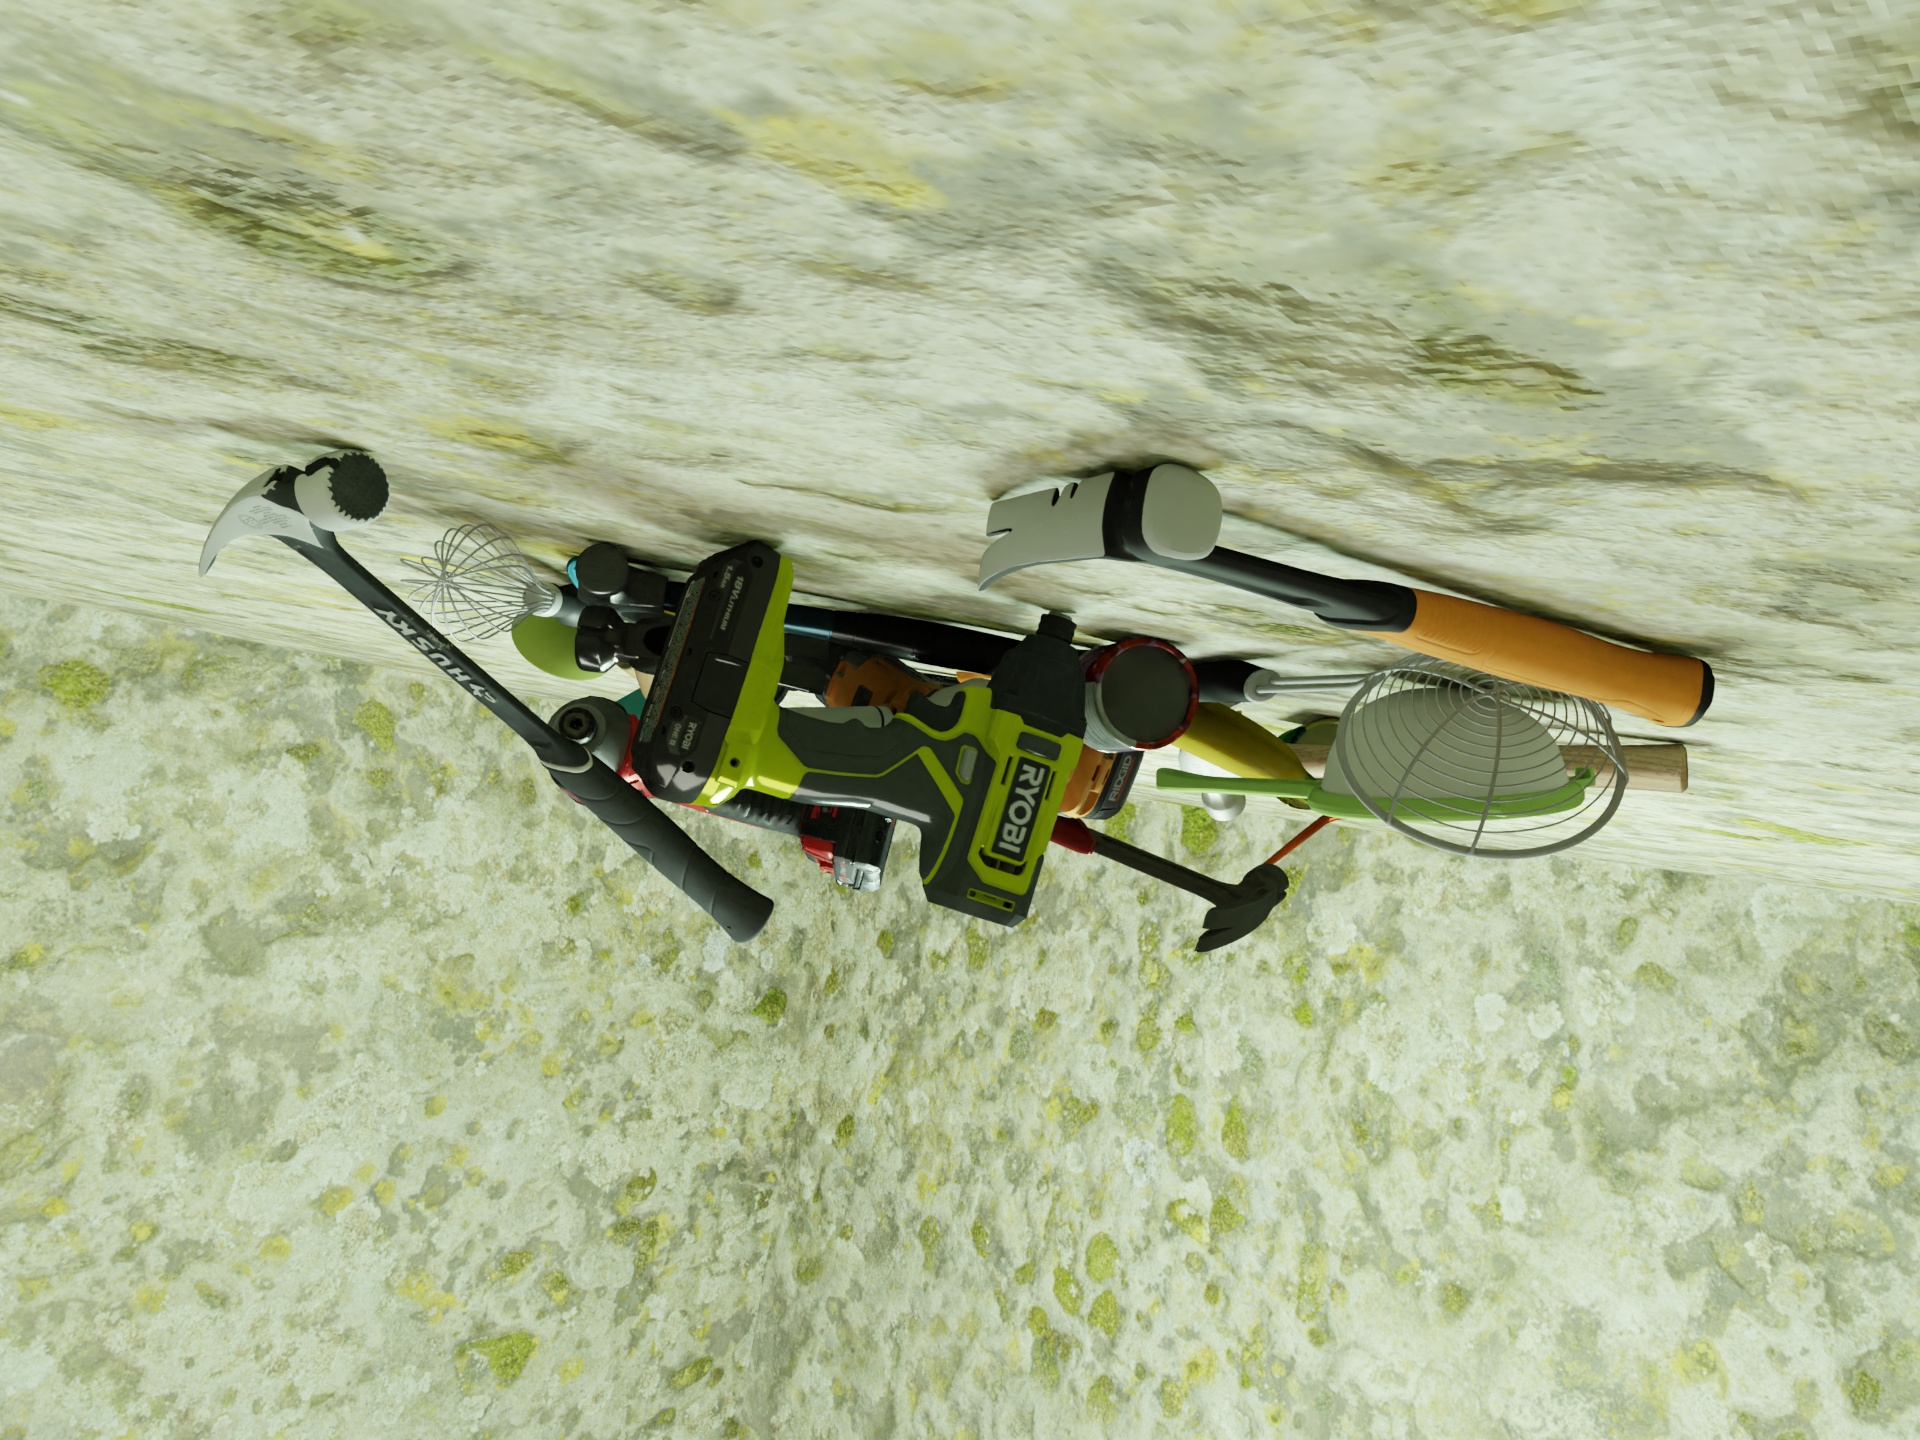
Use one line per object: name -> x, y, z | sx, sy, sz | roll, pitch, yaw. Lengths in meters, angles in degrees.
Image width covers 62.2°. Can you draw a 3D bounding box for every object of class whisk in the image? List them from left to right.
whisk -> -0.271, -0.078, 0.996 | 0.070, 0.070, 0.284 | 9, -179, 3

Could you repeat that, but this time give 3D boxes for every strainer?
strainer -> -0.040, 0.000, 0.929 | 0.258, 0.050, 0.087 | -1, -151, -39
strainer -> 0.229, 0.015, 0.930 | 0.256, 0.069, 0.151 | 1, -175, 35

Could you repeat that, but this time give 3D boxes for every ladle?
ladle -> -0.284, -0.045, 1.283 | 0.078, 0.062, 0.320 | 37, 174, 6

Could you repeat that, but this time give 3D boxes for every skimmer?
skimmer -> 0.200, 0.008, 0.855 | 0.127, 0.090, 0.363 | -23, -172, -15

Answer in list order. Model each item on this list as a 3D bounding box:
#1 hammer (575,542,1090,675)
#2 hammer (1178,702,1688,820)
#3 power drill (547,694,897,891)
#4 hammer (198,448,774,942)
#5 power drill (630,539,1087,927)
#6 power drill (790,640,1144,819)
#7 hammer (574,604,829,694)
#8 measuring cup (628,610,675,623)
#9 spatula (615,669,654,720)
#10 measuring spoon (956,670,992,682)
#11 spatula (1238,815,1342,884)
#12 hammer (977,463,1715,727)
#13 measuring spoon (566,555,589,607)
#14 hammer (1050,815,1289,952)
hammer -> -0.066, -0.056, 0.973 | 0.331, 0.033, 0.128 | 10, 175, -10
hammer -> 0.307, 0.027, 1.069 | 0.331, 0.031, 0.129 | 0, 146, 27
power drill -> -0.148, 0.038, 0.984 | 0.219, 0.079, 0.143 | 13, 165, 1
hammer -> -0.236, 0.010, 0.878 | 0.149, 0.036, 0.408 | -6, 140, 36
power drill -> -0.044, -0.003, 0.837 | 0.223, 0.171, 0.080 | 20, 173, -19
power drill -> -0.002, -0.004, 1.140 | 0.226, 0.084, 0.185 | 13, -168, -40
hammer -> -0.154, -0.006, 1.083 | 0.143, 0.038, 0.386 | 7, 169, -1
measuring cup -> -0.229, -0.069, 1.219 | 0.062, 0.029, 0.156 | 10, 178, -14
spatula -> -0.234, -0.036, 1.164 | 0.082, 0.044, 0.317 | -30, 175, -13
measuring spoon -> 0.046, -0.025, 1.296 | 0.116, 0.011, 0.021 | 12, 175, -32
spatula -> 0.350, 0.070, 1.172 | 0.322, 0.041, 0.081 | -16, -175, 40
hammer -> 0.173, -0.040, 0.633 | 0.336, 0.034, 0.127 | 11, 175, -28
measuring spoon -> -0.232, -0.090, 1.016 | 0.042, 0.021, 0.128 | -18, 167, -3
hammer -> 0.058, 0.076, 1.185 | 0.359, 0.036, 0.149 | 22, -163, 27
